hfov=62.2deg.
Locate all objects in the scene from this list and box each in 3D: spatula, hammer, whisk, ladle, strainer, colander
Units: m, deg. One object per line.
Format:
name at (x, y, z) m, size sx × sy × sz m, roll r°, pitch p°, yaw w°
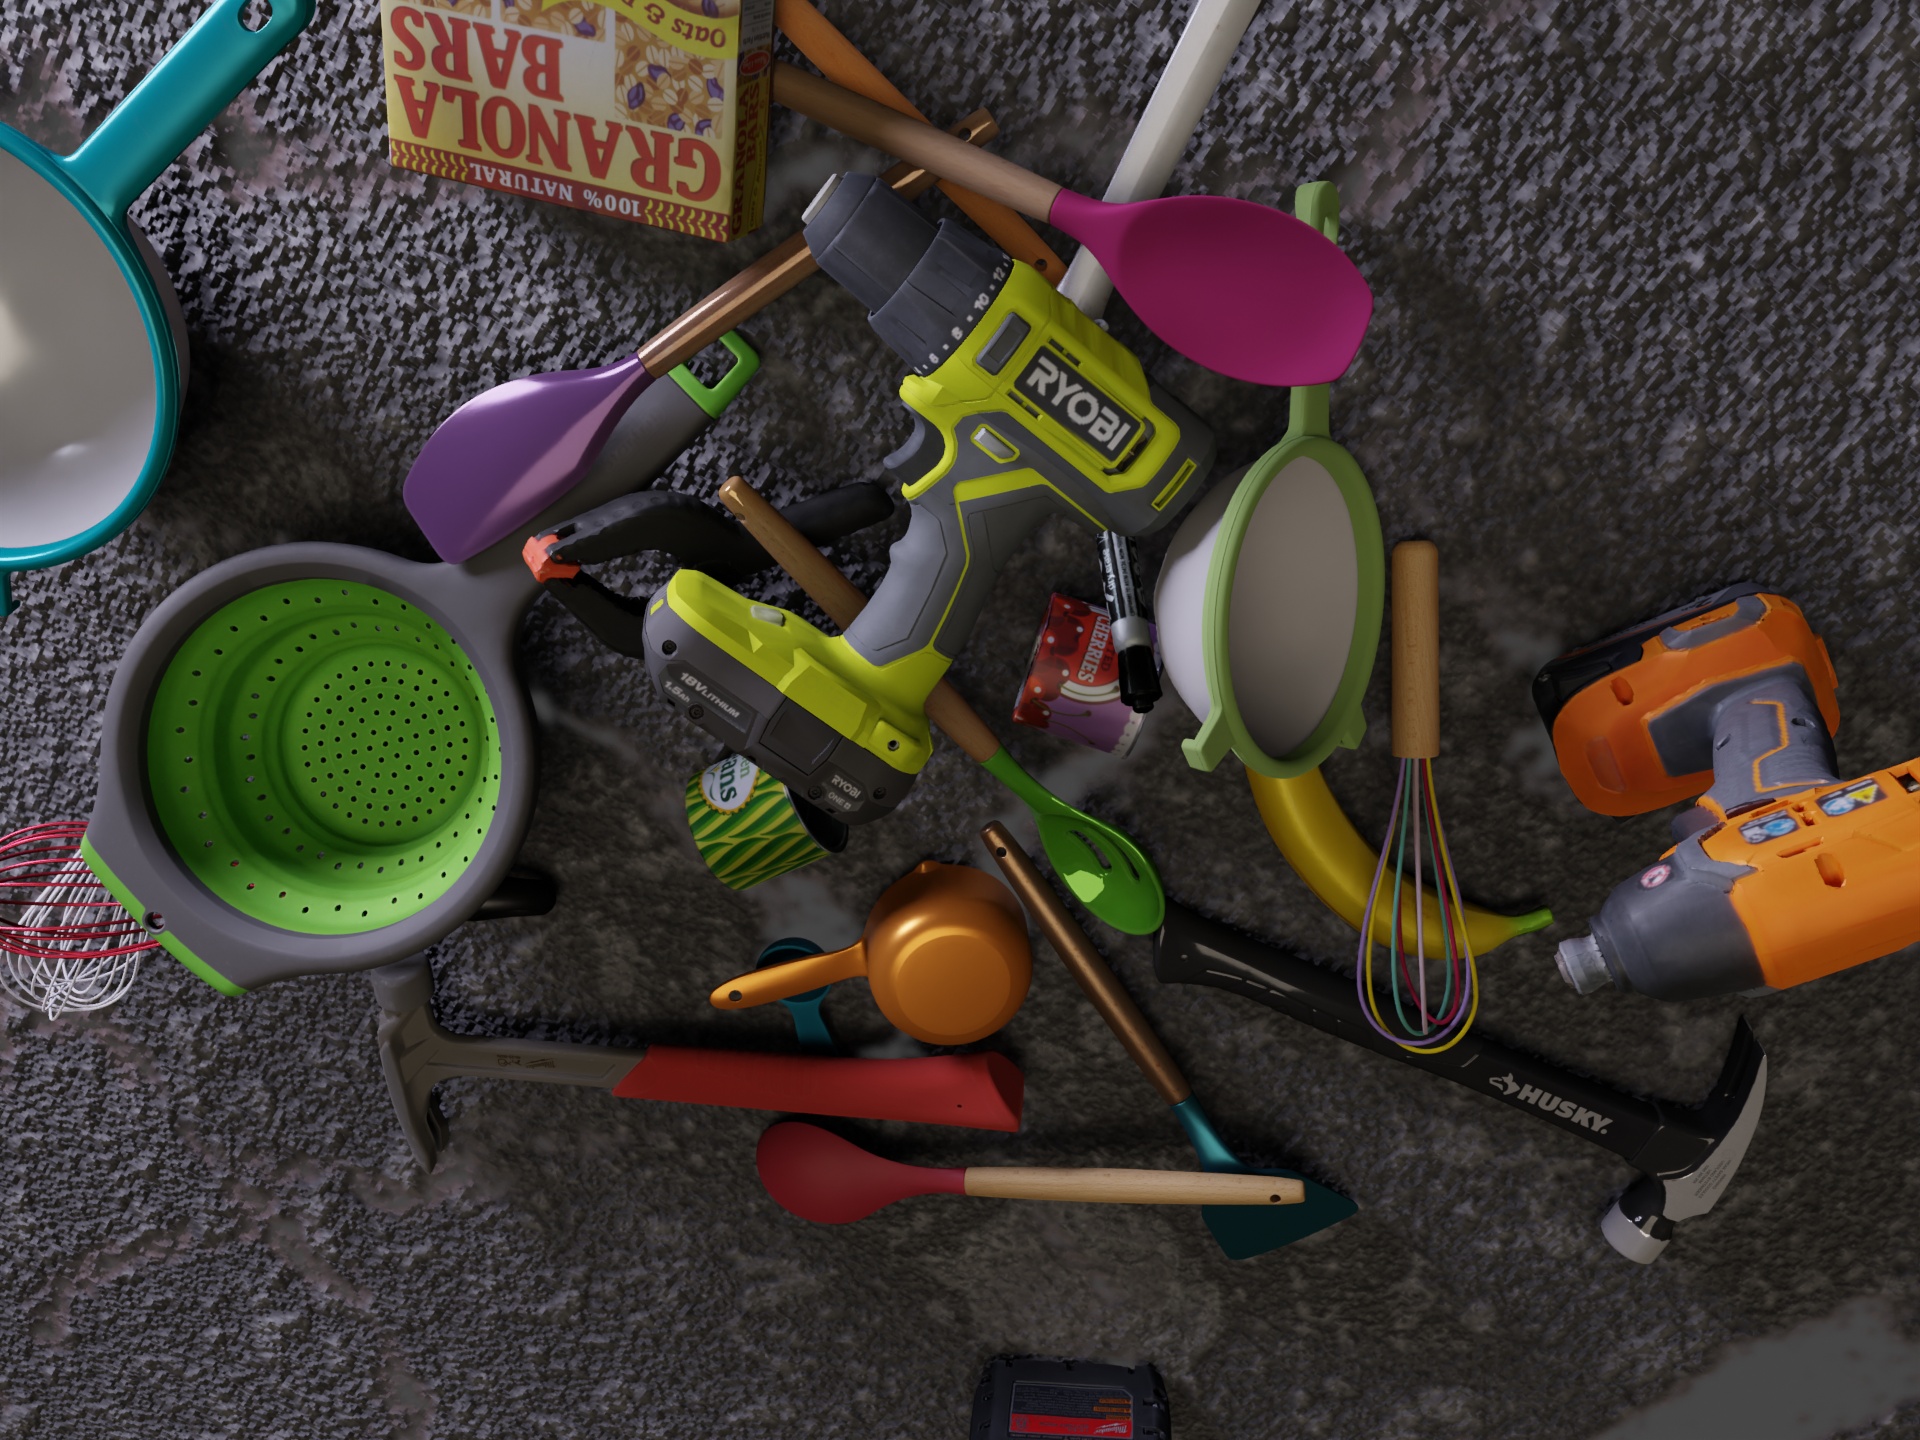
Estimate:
spatula at (-0.069, -0.302, 0.677) m, size 0.322 × 0.041 × 0.081 m, roll 41°, pitch 113°, yaw -15°
spatula at (0.103, 0.178, 0.859) m, size 0.082 × 0.044 × 0.317 m, roll -30°, pitch 103°, yaw 20°
hammer at (0.059, -0.182, 0.689) m, size 0.144 × 0.035 × 0.405 m, roll 23°, pitch 118°, yaw -10°
whisk at (0.219, 0.038, 0.751) m, size 0.051 × 0.047 × 0.245 m, roll -6°, pitch 97°, yaw -29°
ladle at (0.029, 0.255, 0.877) m, size 0.315 × 0.031 × 0.069 m, roll -3°, pitch 113°, yaw 16°
whisk at (-0.446, 0.051, 0.858) m, size 0.070 × 0.070 × 0.284 m, roll 30°, pitch 109°, yaw -6°
strainer at (0.130, -0.104, 0.707) m, size 0.069 × 0.151 × 0.256 m, roll 7°, pitch 98°, yaw 39°
hammer at (-0.145, 0.204, 0.883) m, size 0.359 × 0.037 × 0.149 m, roll 3°, pitch 121°, yaw 7°
whisk at (-0.363, 0.090, 0.829) m, size 0.295 × 0.073 × 0.073 m, roll 2°, pitch 115°, yaw -16°
hammer at (0.253, 0.167, 0.832) m, size 0.334 × 0.035 × 0.146 m, roll 23°, pitch 115°, yaw -3°
spatula at (-0.118, -0.173, 0.699) m, size 0.316 × 0.018 × 0.060 m, roll -31°, pitch 92°, yaw 11°
colander at (-0.243, -0.042, 0.783) m, size 0.397 × 0.094 × 0.204 m, roll -44°, pitch 93°, yaw 3°
strainer at (-0.395, -0.217, 0.715) m, size 0.340 × 0.095 × 0.211 m, roll -35°, pitch 108°, yaw 17°

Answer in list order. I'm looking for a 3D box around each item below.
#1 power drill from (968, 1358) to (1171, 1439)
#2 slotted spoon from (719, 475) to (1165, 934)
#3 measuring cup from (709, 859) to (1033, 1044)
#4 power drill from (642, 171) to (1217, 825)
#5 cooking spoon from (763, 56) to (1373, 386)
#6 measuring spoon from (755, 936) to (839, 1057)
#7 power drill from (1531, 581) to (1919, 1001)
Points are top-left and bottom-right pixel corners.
power drill at (0.092, 0.506, 0.977) m, size 0.188 × 0.080 × 0.226 m, roll 1°, pitch 116°, yaw 7°
slotted spoon at (-0.001, -0.002, 0.759) m, size 0.313 × 0.031 × 0.070 m, roll 45°, pitch 149°, yaw -24°
measuring cup at (-0.046, 0.135, 0.826) m, size 0.173 × 0.052 × 0.095 m, roll -14°, pitch 112°, yaw -2°
power drill at (-0.031, -0.090, 0.662) m, size 0.190 × 0.080 × 0.228 m, roll 36°, pitch 99°, yaw -17°
cooking spoon at (0.017, -0.219, 0.645) m, size 0.319 × 0.017 × 0.068 m, roll 28°, pitch 129°, yaw 13°
measuring spoon at (-0.080, 0.169, 0.887) m, size 0.042 × 0.021 × 0.128 m, roll -6°, pitch 121°, yaw 11°
power drill at (0.311, 0.032, 0.660) m, size 0.164 × 0.227 × 0.084 m, roll -24°, pitch 108°, yaw 16°
